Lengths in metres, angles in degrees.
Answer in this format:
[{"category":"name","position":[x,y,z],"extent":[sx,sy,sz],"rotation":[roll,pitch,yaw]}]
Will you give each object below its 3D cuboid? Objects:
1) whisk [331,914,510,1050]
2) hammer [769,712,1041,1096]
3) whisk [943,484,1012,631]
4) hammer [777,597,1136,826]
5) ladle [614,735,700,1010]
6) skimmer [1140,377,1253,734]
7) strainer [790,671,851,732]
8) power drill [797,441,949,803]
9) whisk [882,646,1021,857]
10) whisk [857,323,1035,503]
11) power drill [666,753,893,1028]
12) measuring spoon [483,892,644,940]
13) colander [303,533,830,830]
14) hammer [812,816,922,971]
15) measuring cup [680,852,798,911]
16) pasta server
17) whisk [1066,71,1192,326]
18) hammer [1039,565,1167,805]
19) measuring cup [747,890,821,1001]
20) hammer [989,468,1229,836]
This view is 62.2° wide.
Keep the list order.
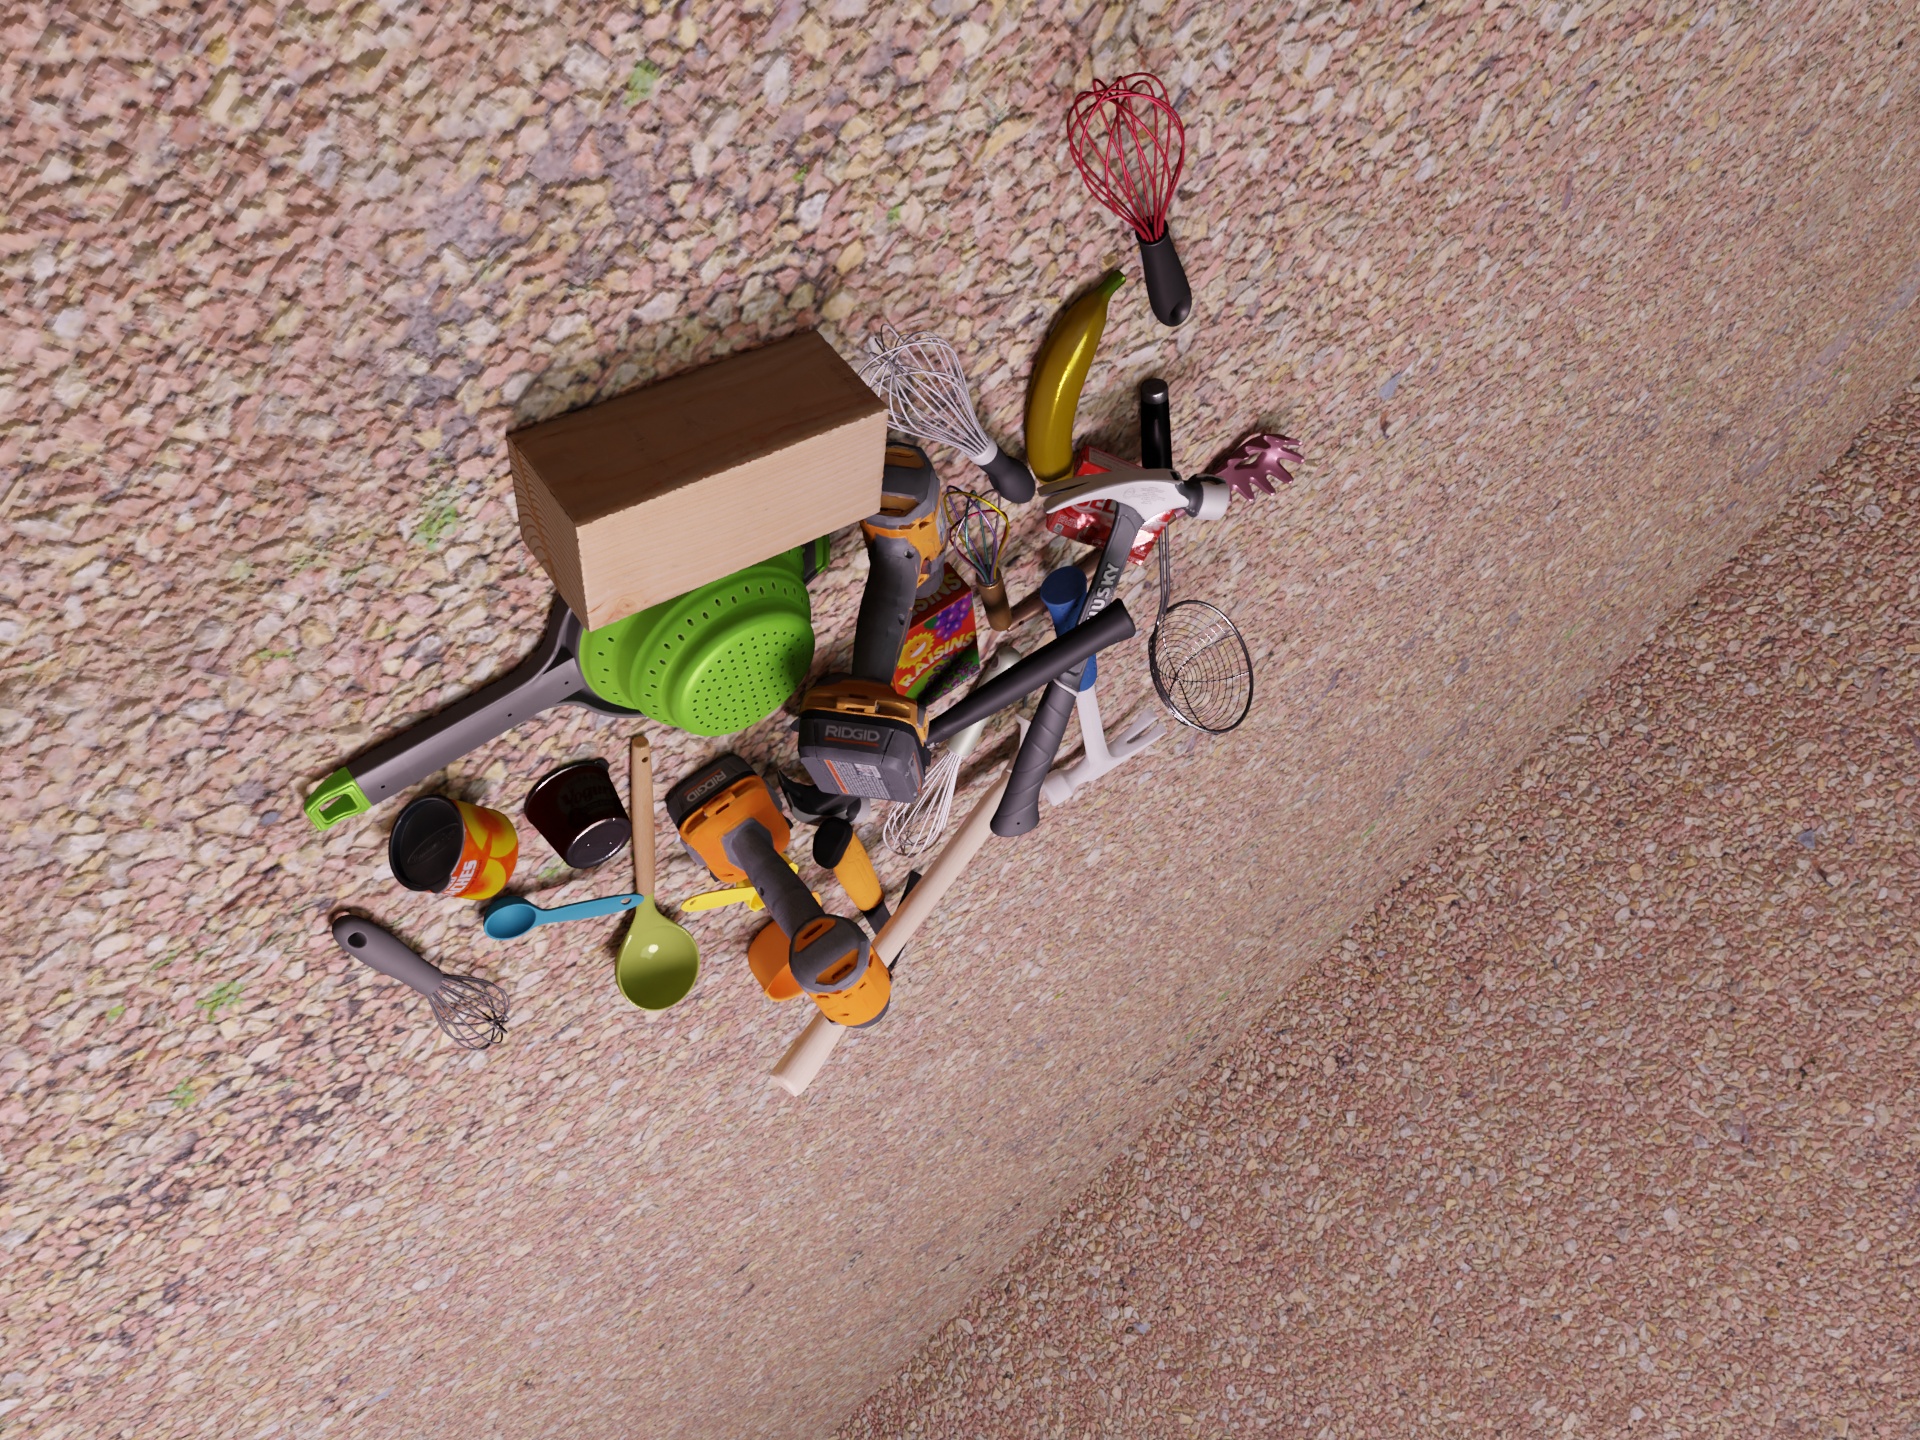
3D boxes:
[{"category":"whisk","position":[-0.407,0.199,1.208],"extent":[0.055,0.055,0.238],"rotation":[-37,149,-7]},{"category":"hammer","position":[-0.043,0.172,1.491],"extent":[0.411,0.038,0.146],"rotation":[-52,164,-22]},{"category":"whisk","position":[0.023,-0.121,1.262],"extent":[0.047,0.051,0.244],"rotation":[-8,160,5]},{"category":"hammer","position":[-0.002,-0.004,1.302],"extent":[0.335,0.035,0.146],"rotation":[-31,162,19]},{"category":"ladle","position":[-0.250,0.129,1.293],"extent":[0.078,0.062,0.320],"rotation":[-27,148,-30]},{"category":"skimmer","position":[0.205,-0.137,1.379],"extent":[0.127,0.090,0.362],"rotation":[-56,150,-33]},{"category":"strainer","position":[-0.083,0.005,1.341],"extent":[0.087,0.050,0.258],"rotation":[-17,160,7]},{"category":"power drill","position":[-0.051,-0.059,1.129],"extent":[0.185,0.084,0.226],"rotation":[76,21,-73]},{"category":"whisk","position":[-0.005,0.033,1.477],"extent":[0.059,0.058,0.246],"rotation":[16,119,-24]},{"category":"whisk","position":[0.003,-0.205,1.122],"extent":[0.070,0.070,0.284],"rotation":[-45,158,8]},{"category":"power drill","position":[-0.135,0.149,1.279],"extent":[0.084,0.227,0.164],"rotation":[-36,153,-9]},{"category":"measuring spoon","position":[-0.312,0.144,1.250],"extent":[0.128,0.021,0.042],"rotation":[-7,136,-31]},{"category":"colander","position":[-0.232,-0.016,1.052],"extent":[0.397,0.095,0.204],"rotation":[-32,152,-17]},{"category":"hammer","position":[-0.084,0.154,1.485],"extent":[0.127,0.034,0.336],"rotation":[-60,163,-17]},{"category":"measuring cup","position":[-0.199,0.142,1.384],"extent":[0.062,0.029,0.156],"rotation":[-52,159,20]},{"category":"pasta server","position":[0.171,-0.166,1.414],"extent":[0.316,0.040,0.060],"rotation":[-34,143,-10]},{"category":"whisk","position":[0.126,-0.341,1.076],"extent":[0.073,0.073,0.295],"rotation":[-42,160,3]},{"category":"hammer","position":[0.122,-0.035,1.515],"extent":[0.144,0.035,0.405],"rotation":[-31,155,-5]},{"category":"measuring cup","position":[-0.159,0.199,1.520],"extent":[0.095,0.052,0.173],"rotation":[-25,148,-28]},{"category":"hammer","position":[0.091,-0.044,1.353],"extent":[0.149,0.036,0.408],"rotation":[2,133,-18]}]
